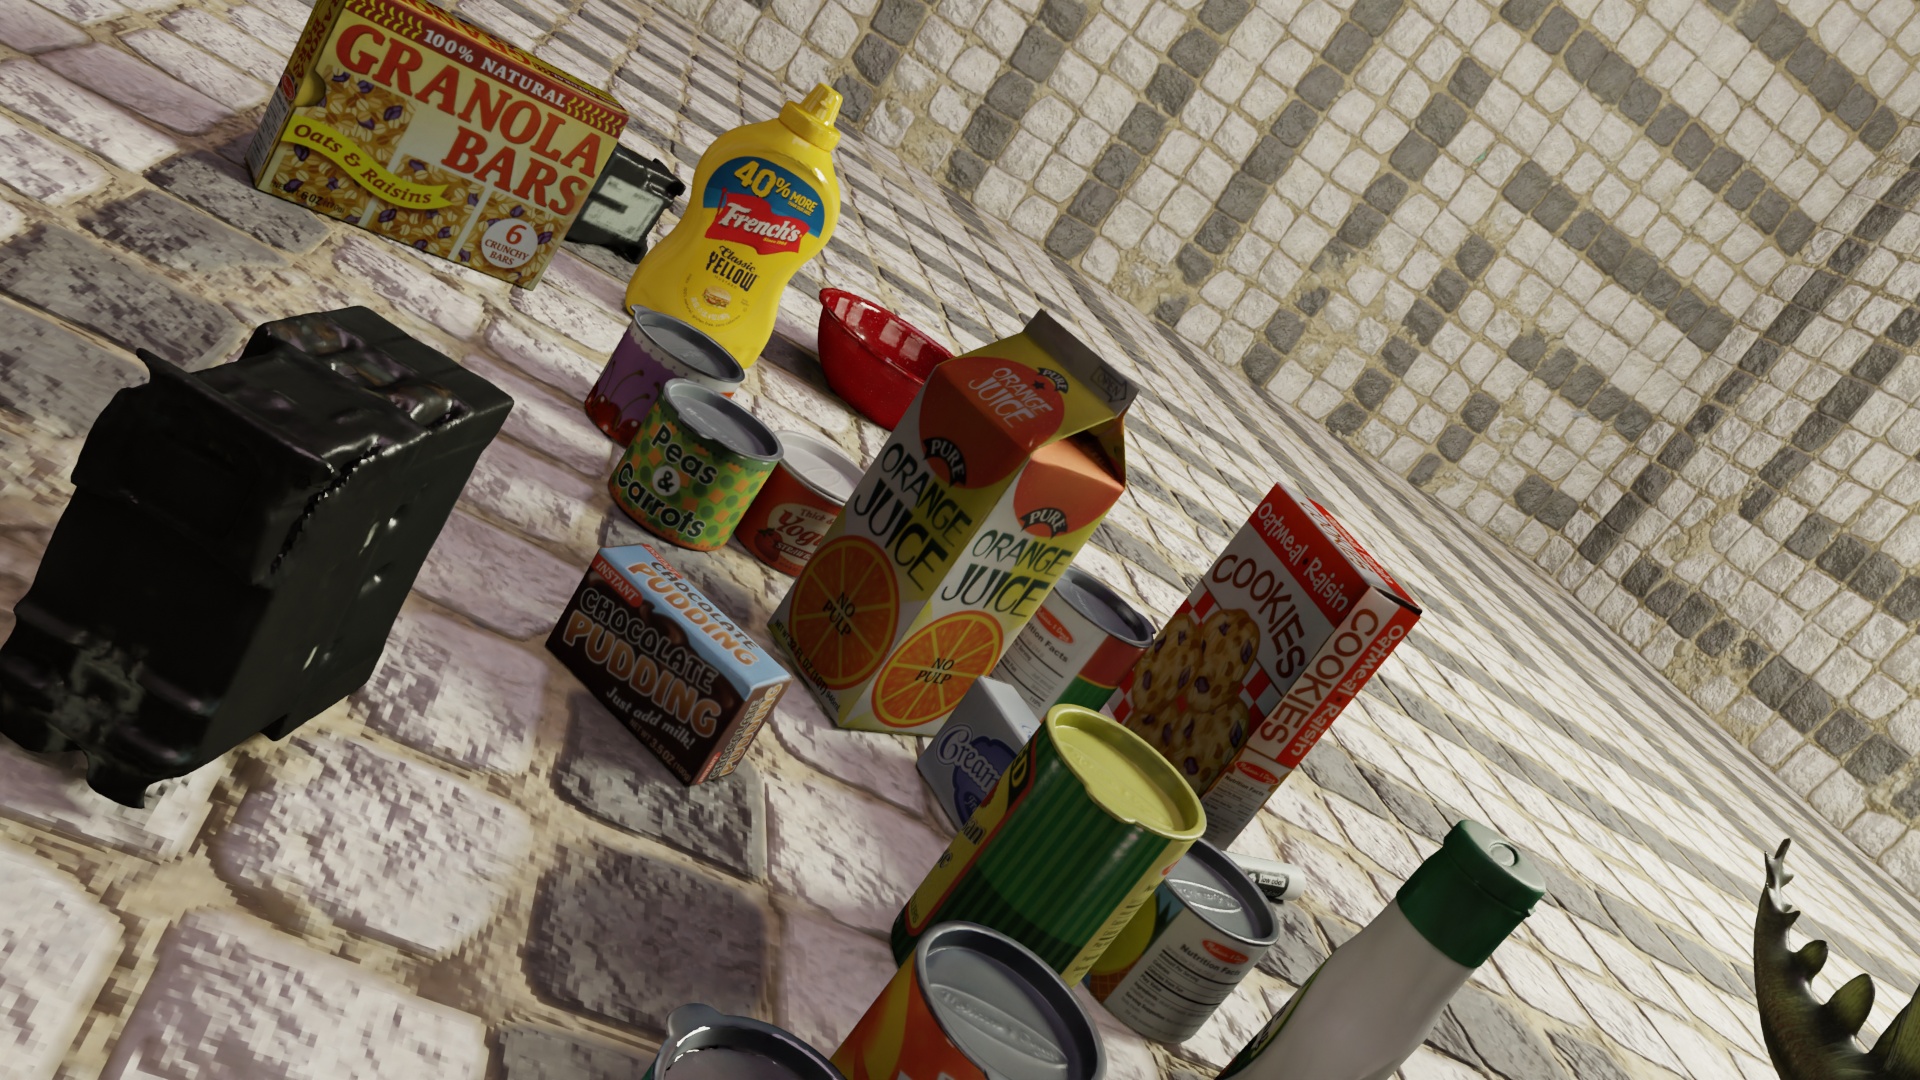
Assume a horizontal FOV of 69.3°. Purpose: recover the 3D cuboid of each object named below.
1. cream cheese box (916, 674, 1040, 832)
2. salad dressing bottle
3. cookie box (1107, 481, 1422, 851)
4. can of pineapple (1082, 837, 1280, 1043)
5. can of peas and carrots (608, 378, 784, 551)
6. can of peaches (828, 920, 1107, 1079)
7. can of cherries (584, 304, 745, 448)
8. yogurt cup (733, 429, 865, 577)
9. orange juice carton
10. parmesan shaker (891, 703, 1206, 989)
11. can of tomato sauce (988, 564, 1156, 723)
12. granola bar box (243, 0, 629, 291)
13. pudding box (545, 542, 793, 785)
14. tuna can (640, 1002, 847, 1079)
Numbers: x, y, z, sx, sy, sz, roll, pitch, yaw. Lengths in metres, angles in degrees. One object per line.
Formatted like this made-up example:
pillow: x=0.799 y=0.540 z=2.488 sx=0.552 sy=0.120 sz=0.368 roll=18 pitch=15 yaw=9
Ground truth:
cream cheese box: x=0.024 y=0.110 z=0.582 sx=0.024 sy=0.053 sz=0.104 roll=19 pitch=23 yaw=-42
salad dressing bottle: x=0.150 y=0.167 z=0.506 sx=0.044 sy=0.147 sz=0.064 roll=44 pitch=19 yaw=27
cookie box: x=0.159 y=0.066 z=0.754 sx=0.040 sy=0.167 sz=0.123 roll=28 pitch=18 yaw=-23
can of pineapple: x=0.085 y=0.157 z=0.562 sx=0.071 sy=0.057 sz=0.071 roll=31 pitch=17 yaw=-11
can of peas and carrots: x=-0.130 y=-0.036 z=0.676 sx=0.071 sy=0.058 sz=0.071 roll=31 pitch=17 yaw=-11
can of peaches: x=-0.001 y=0.157 z=0.405 sx=0.071 sy=0.058 sz=0.071 roll=31 pitch=17 yaw=-11
can of cherries: x=-0.160 y=-0.083 z=0.745 sx=0.071 sy=0.058 sz=0.072 roll=31 pitch=17 yaw=-11
yogurt cup: x=-0.083 y=-0.017 z=0.721 sx=0.072 sy=0.053 sz=0.072 roll=31 pitch=17 yaw=-11
orange juice carton: x=0.002 y=-0.008 z=0.619 sx=0.073 sy=0.192 sz=0.072 roll=15 pitch=26 yaw=-49
parmesan shaker: x=0.028 y=0.118 z=0.485 sx=0.071 sy=0.102 sz=0.071 roll=32 pitch=17 yaw=-11
can of tomato sauce: x=0.048 y=0.063 z=0.700 sx=0.071 sy=0.083 sz=0.071 roll=32 pitch=17 yaw=-11
granola bar box: x=-0.287 y=-0.224 z=0.774 sx=0.165 sy=0.124 sz=0.039 roll=17 pitch=24 yaw=-45
pudding box: x=-0.109 y=0.045 z=0.517 sx=0.084 sy=0.049 sz=0.030 roll=40 pitch=18 yaw=17
tuna can: x=-0.057 y=0.155 z=0.350 sx=0.071 sy=0.032 sz=0.071 roll=31 pitch=18 yaw=-11
